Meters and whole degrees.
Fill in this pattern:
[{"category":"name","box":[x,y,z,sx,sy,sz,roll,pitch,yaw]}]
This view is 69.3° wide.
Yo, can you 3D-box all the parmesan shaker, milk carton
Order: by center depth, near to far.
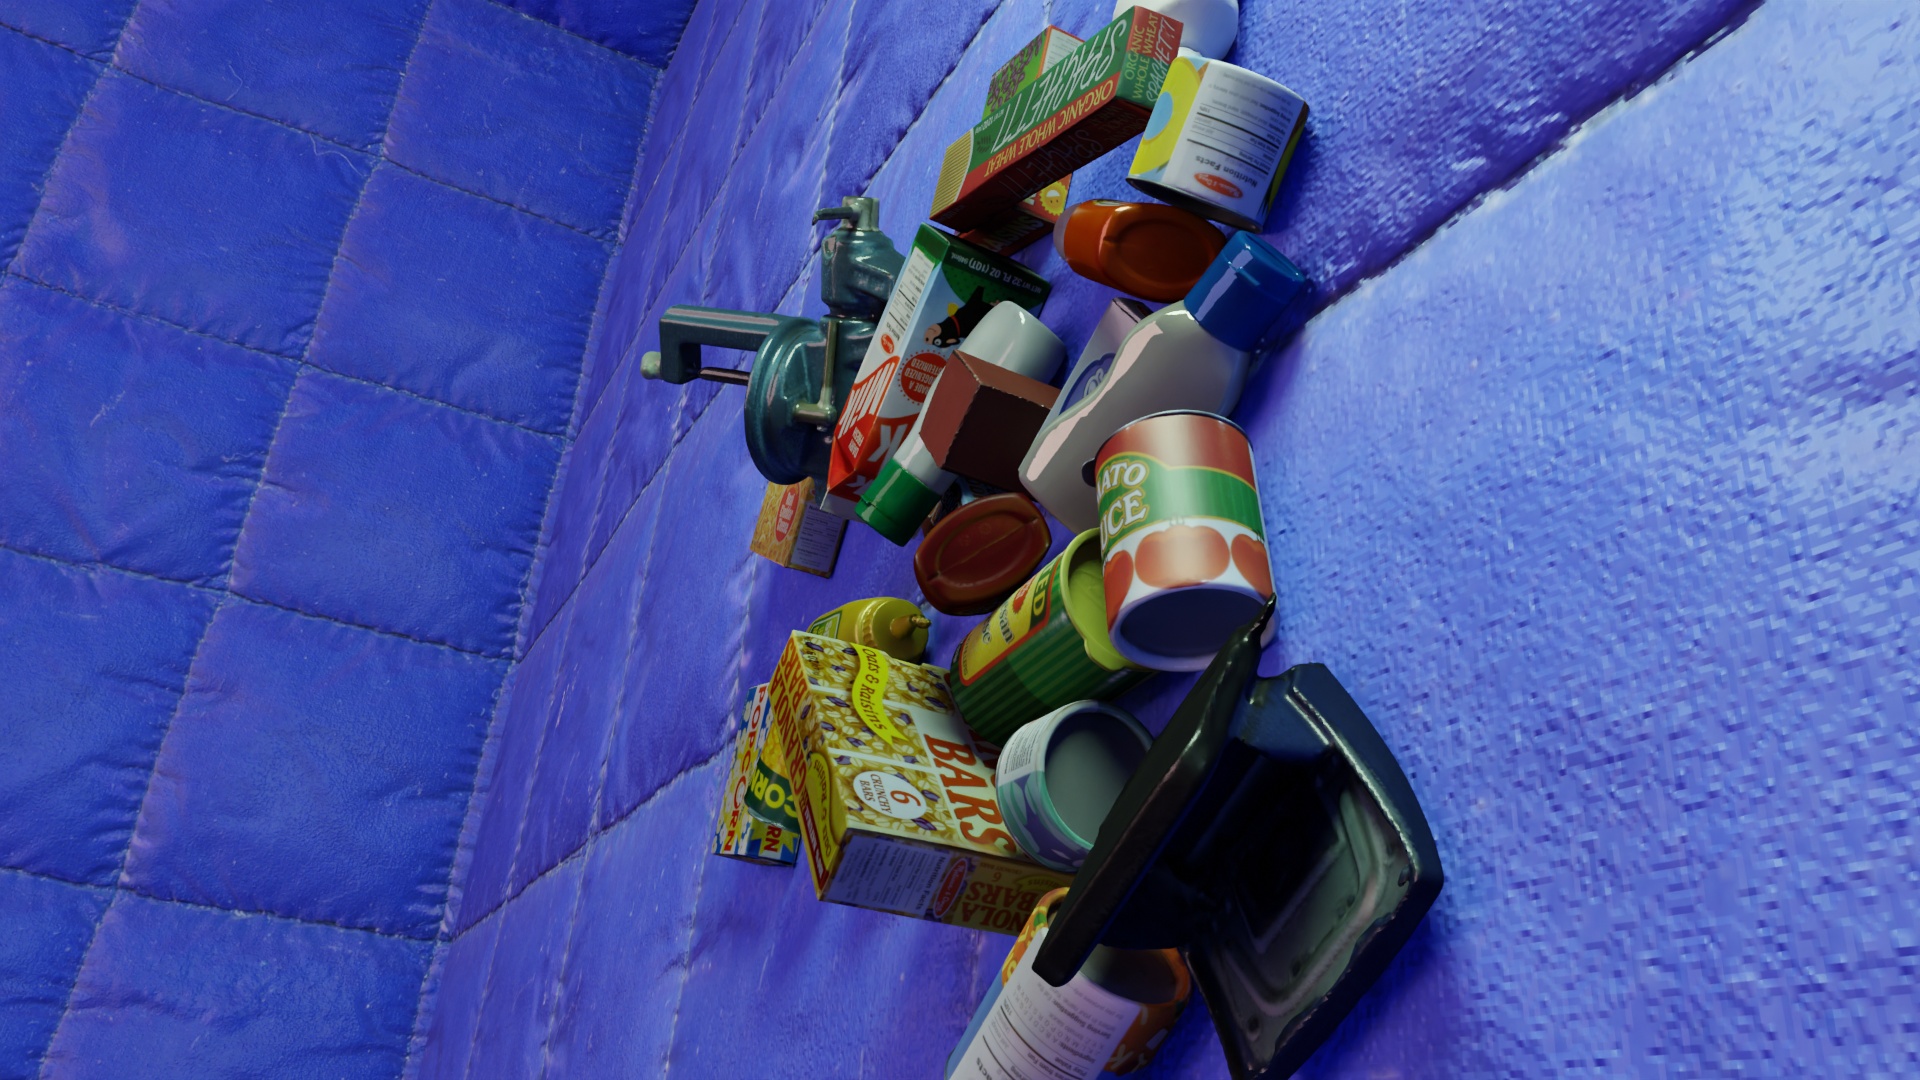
[{"category":"parmesan shaker","box":[0.045,0.048,0.614,0.102,0.071,0.071,-44,36,49]},{"category":"milk carton","box":[-0.022,-0.093,0.872,0.190,0.072,0.074,-65,23,15]}]

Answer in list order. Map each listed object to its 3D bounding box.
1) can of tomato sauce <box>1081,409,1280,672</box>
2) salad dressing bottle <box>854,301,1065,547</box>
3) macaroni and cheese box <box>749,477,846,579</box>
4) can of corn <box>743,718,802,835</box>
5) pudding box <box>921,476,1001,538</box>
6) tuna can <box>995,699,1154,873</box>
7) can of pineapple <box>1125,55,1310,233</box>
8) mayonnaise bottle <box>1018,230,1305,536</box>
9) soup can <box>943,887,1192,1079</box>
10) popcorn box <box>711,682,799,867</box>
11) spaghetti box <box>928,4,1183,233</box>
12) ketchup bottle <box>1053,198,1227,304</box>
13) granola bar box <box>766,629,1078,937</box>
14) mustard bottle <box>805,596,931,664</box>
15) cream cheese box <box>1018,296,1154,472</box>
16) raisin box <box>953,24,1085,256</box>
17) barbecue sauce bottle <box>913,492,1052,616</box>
[{"category":"can of tomato sauce","box":[0.086,0.001,0.551,0.071,0.071,0.083,-48,33,45]},{"category":"salad dressing bottle","box":[-0.002,-0.065,0.785,0.147,0.044,0.064,-52,36,3]},{"category":"macaroni and cheese box","box":[-0.114,-0.061,1.104,0.124,0.040,0.166,16,89,67]},{"category":"can of corn","box":[-0.097,0.146,0.874,0.058,0.071,0.071,-69,22,7]},{"category":"pudding box","box":[0.003,-0.010,0.807,0.049,0.030,0.084,-59,26,27]},{"category":"tuna can","box":[0.052,0.102,0.568,0.032,0.071,0.071,-38,41,53]},{"category":"can of pineapple","box":[0.114,-0.177,0.622,0.057,0.071,0.071,-69,23,10]},{"category":"mayonnaise bottle","box":[0.090,-0.065,0.607,0.147,0.065,0.041,-53,-10,27]},{"category":"soup can","box":[0.042,0.185,0.531,0.083,0.071,0.071,-63,24,19]},{"category":"popcorn box","box":[-0.136,0.166,0.993,0.085,0.038,0.127,-23,53,61]},{"category":"spaghetti box","box":[0.043,-0.220,0.755,0.250,0.029,0.050,178,106,-68]},{"category":"ketchup bottle","box":[0.079,-0.147,0.692,0.149,0.065,0.043,-122,44,-72]},{"category":"granola bar box","box":[-0.016,0.109,0.640,0.039,0.124,0.166,-65,23,18]},{"category":"mustard bottle","box":[-0.058,0.066,0.868,0.159,0.049,0.065,-34,45,57]},{"category":"cream cheese box","box":[0.071,-0.059,0.668,0.053,0.024,0.103,50,123,37]},{"category":"raisin box","box":[0.041,-0.250,0.883,0.086,0.040,0.123,-10,66,64]},{"category":"barbecue sauce bottle","box":[0.010,0.013,0.691,0.043,0.065,0.148,59,176,6]}]
